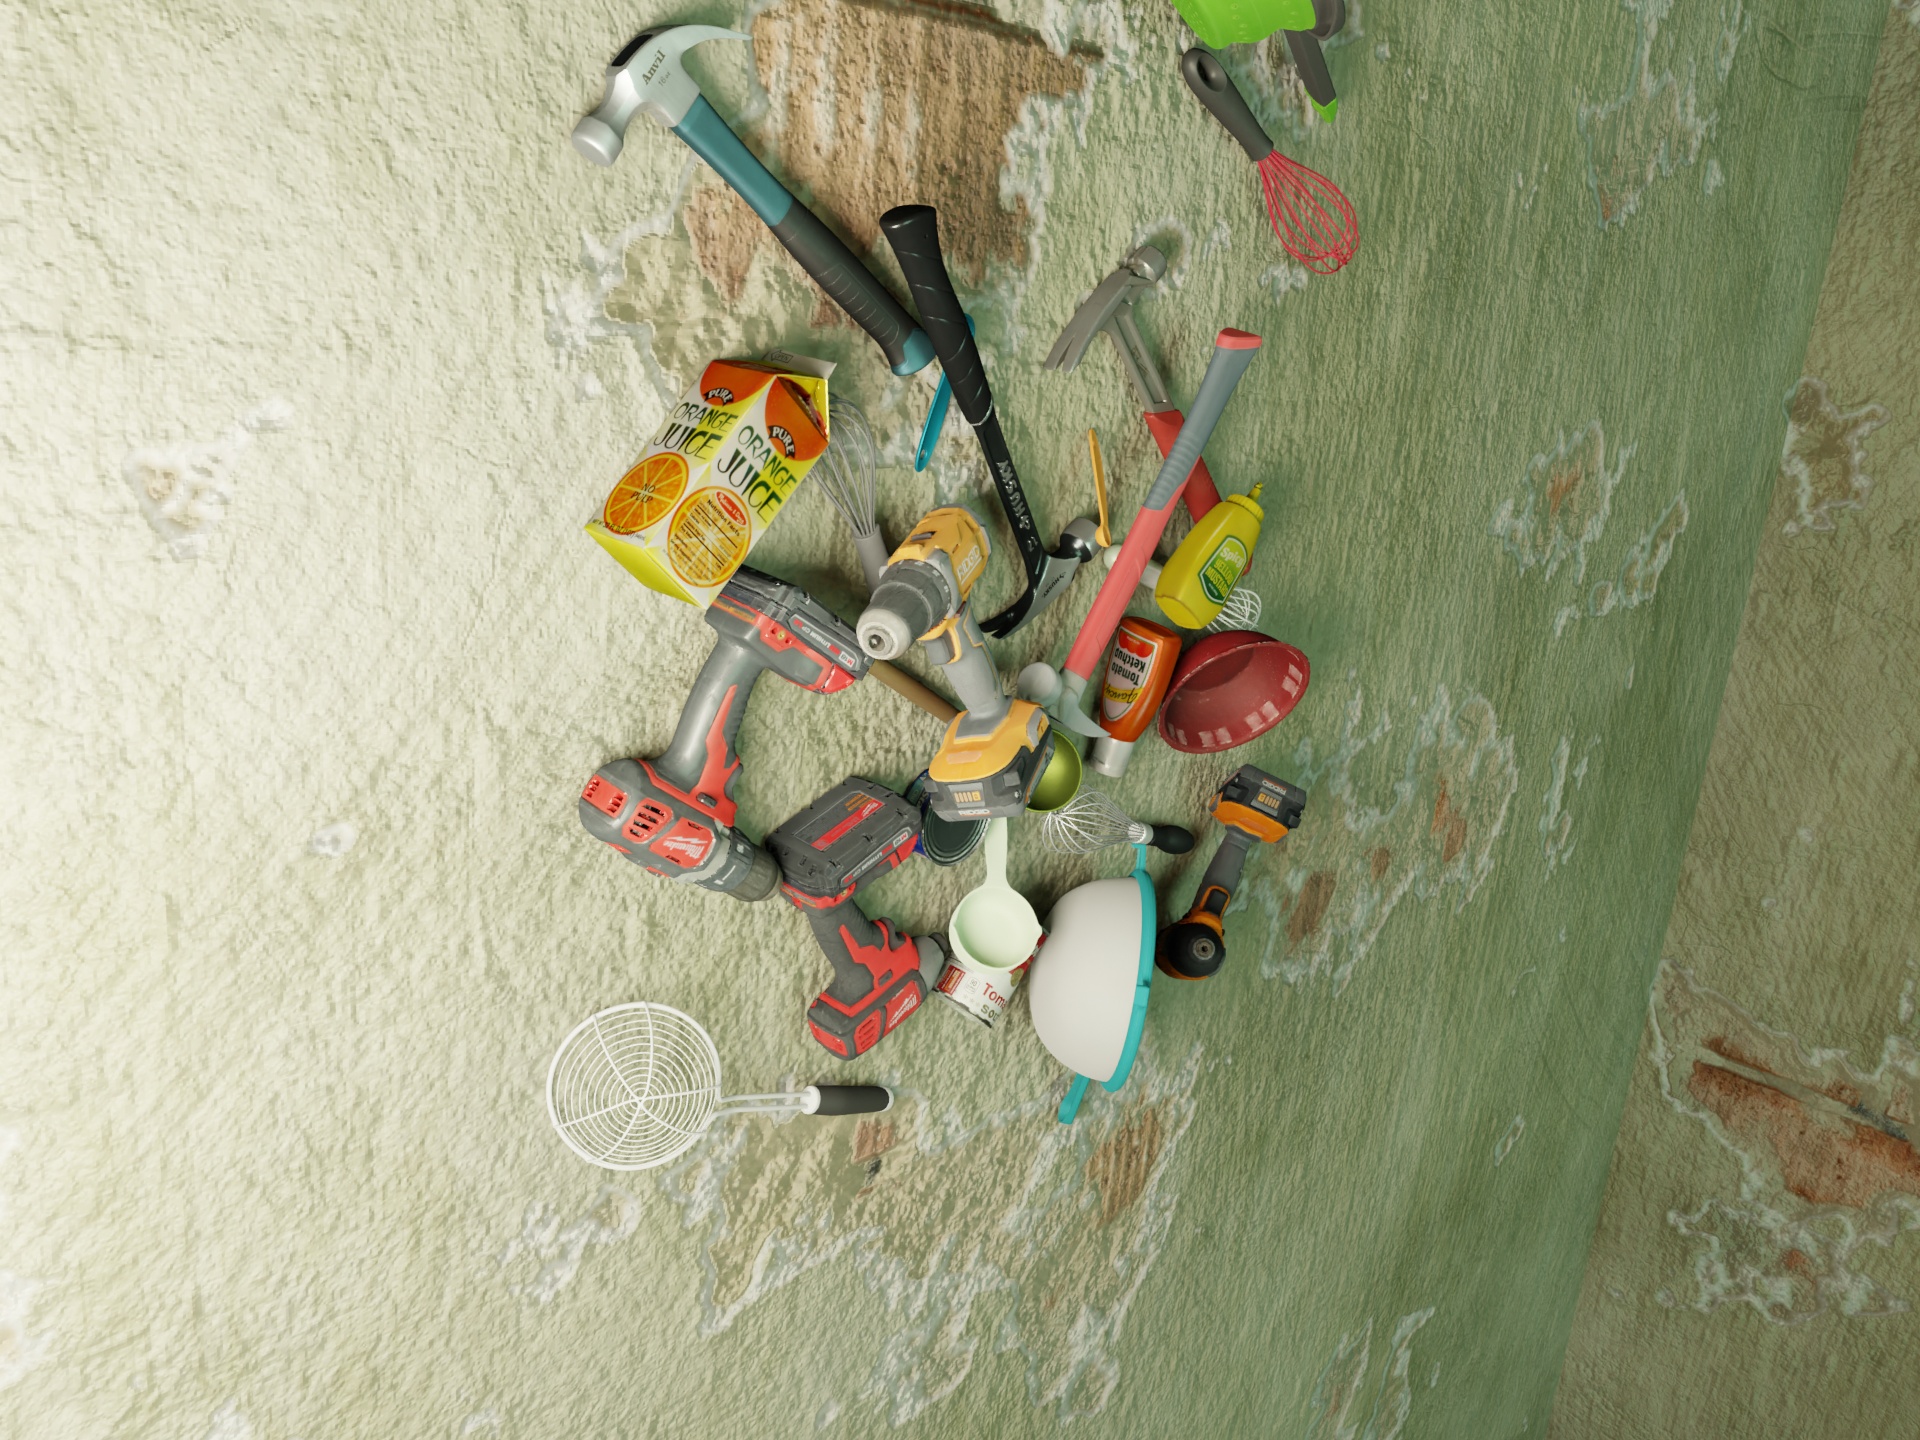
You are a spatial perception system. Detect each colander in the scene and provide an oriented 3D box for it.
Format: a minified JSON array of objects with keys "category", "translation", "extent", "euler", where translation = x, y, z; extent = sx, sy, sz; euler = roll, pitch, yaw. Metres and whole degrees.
[{"category":"colander","translation":[0.240,-0.590,1.332],"extent":[0.094,0.205,0.396],"euler":[-36,158,13]}]

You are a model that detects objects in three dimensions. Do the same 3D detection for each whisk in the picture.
[{"category":"whisk","translation":[0.284,-0.506,1.448],"extent":[0.295,0.073,0.073],"euler":[33,80,-42]},{"category":"whisk","translation":[0.218,-0.125,1.538],"extent":[0.246,0.059,0.057],"euler":[18,120,-45]},{"category":"whisk","translation":[-0.072,-0.146,1.217],"extent":[0.055,0.055,0.238],"euler":[-44,138,-26]},{"category":"whisk","translation":[0.161,0.109,1.565],"extent":[0.284,0.070,0.070],"euler":[16,94,-54]}]

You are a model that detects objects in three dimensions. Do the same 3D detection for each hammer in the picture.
[{"category":"hammer","translation":[0.016,-0.229,1.249],"extent":[0.149,0.036,0.408],"euler":[-50,142,-20]},{"category":"hammer","translation":[-0.117,-0.341,1.094],"extent":[0.330,0.033,0.128],"euler":[37,78,-48]},{"category":"hammer","translation":[0.193,-0.250,1.465],"extent":[0.149,0.037,0.358],"euler":[-53,136,-18]},{"category":"hammer","translation":[0.175,-0.170,1.425],"extent":[0.143,0.038,0.386],"euler":[30,86,-58]}]

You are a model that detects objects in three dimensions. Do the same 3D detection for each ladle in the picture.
[{"category":"ladle","translation":[-0.002,-0.004,1.341],"extent":[0.319,0.062,0.078],"euler":[34,73,-46]}]

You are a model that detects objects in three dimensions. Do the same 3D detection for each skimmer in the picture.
[{"category":"skimmer","translation":[-0.178,0.298,1.292],"extent":[0.363,0.090,0.127],"euler":[22,86,-59]}]

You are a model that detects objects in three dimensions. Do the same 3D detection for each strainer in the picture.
[{"category":"strainer","translation":[0.105,0.284,1.543],"extent":[0.211,0.095,0.340],"euler":[-84,-174,-48]}]

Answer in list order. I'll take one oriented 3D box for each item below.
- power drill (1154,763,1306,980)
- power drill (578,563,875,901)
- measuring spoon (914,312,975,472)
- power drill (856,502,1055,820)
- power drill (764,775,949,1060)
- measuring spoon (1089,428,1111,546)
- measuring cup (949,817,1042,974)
[{"category":"power drill","translation":[0.273,0.163,1.641],"extent":[0.226,0.084,0.164],"euler":[-64,177,-7]},{"category":"power drill","translation":[-0.157,0.020,1.169],"extent":[0.187,0.080,0.227],"euler":[38,80,-48]},{"category":"measuring spoon","translation":[-0.021,-0.259,1.249],"extent":[0.042,0.021,0.128],"euler":[-10,123,-57]},{"category":"power drill","translation":[-0.007,-0.032,1.222],"extent":[0.185,0.084,0.226],"euler":[-57,135,-54]},{"category":"power drill","translation":[-0.075,0.164,1.316],"extent":[0.143,0.079,0.219],"euler":[-36,132,-33]},{"category":"measuring spoon","translation":[0.118,-0.202,1.383],"extent":[0.021,0.011,0.117],"euler":[36,45,-57]},{"category":"measuring cup","translation":[0.027,0.146,1.418],"extent":[0.083,0.038,0.168],"euler":[6,64,-13]}]
